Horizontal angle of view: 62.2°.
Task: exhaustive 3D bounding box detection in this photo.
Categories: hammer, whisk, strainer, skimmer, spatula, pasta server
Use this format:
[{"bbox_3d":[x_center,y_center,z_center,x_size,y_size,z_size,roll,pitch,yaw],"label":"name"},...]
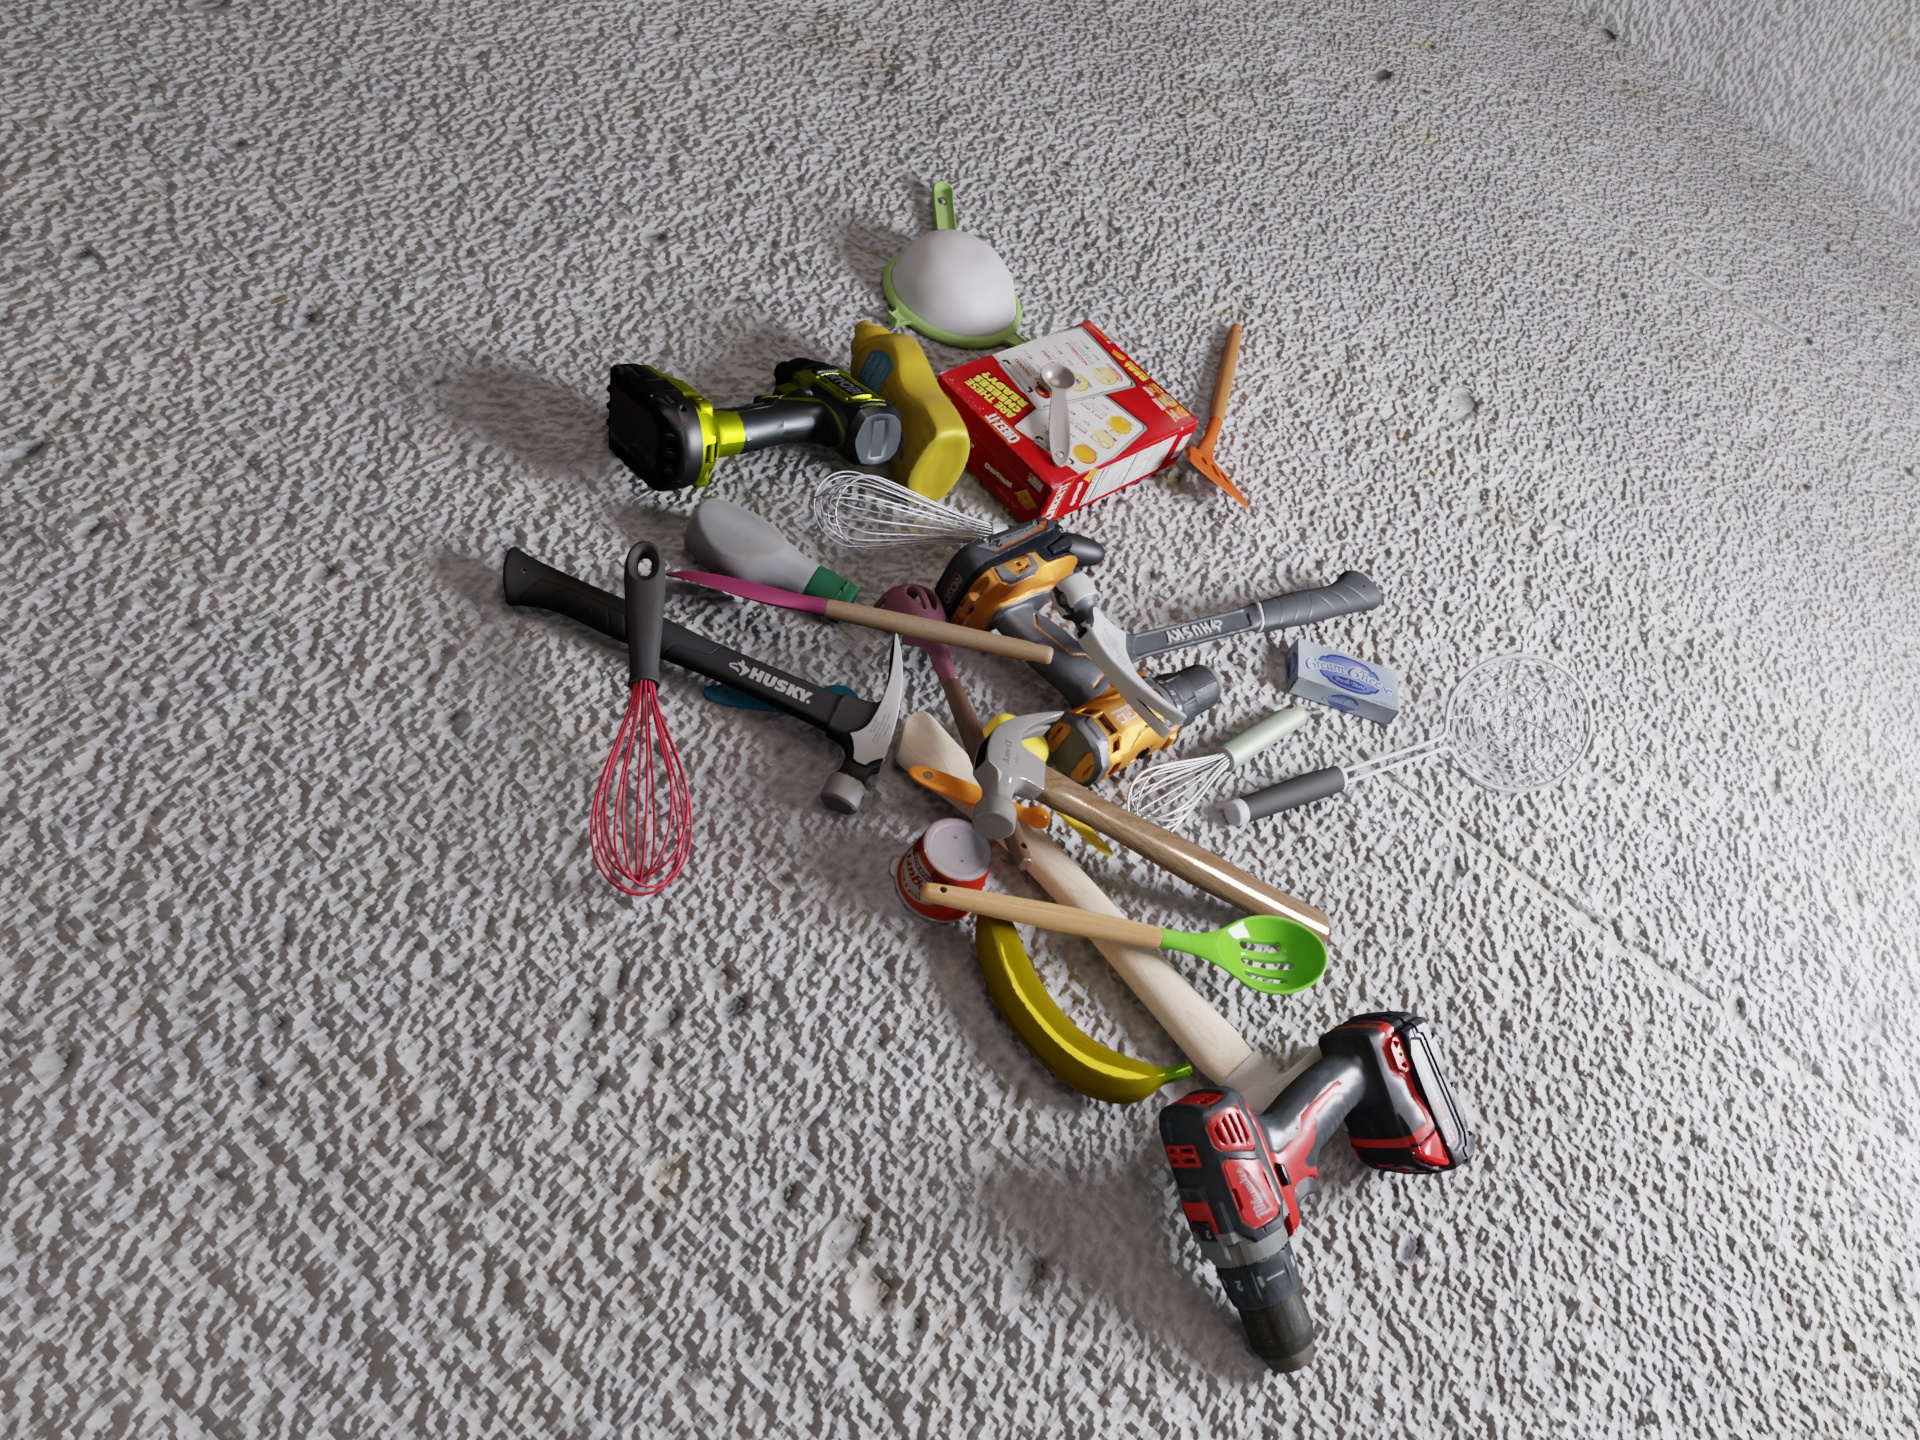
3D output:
[{"bbox_3d":[0.152,0.094,1.221,0.331,0.031,0.130,28,43,-20],"label":"hammer"},{"bbox_3d":[0.253,-0.085,1.399,0.409,0.036,0.149,-14,66,-43],"label":"hammer"},{"bbox_3d":[0.104,0.139,1.220,0.146,0.038,0.411,-30,69,-38],"label":"hammer"},{"bbox_3d":[-0.233,-0.009,1.164,0.073,0.073,0.296,5,59,-18],"label":"whisk"},{"bbox_3d":[0.219,0.037,1.346,0.246,0.058,0.059,-27,101,-39],"label":"whisk"},{"bbox_3d":[-0.004,-0.497,1.657,0.151,0.069,0.257,7,53,-17],"label":"strainer"},{"bbox_3d":[-0.202,-0.057,1.237,0.335,0.035,0.146,24,65,2],"label":"hammer"},{"bbox_3d":[0.394,0.033,1.384,0.363,0.090,0.127,-15,92,-28],"label":"skimmer"},{"bbox_3d":[0.275,-0.329,1.655,0.081,0.041,0.323,36,44,-18],"label":"spatula"},{"bbox_3d":[0.002,-0.170,1.415,0.284,0.070,0.070,8,51,-22],"label":"whisk"},{"bbox_3d":[-0.002,-0.004,1.258,0.060,0.040,0.317,3,45,-28],"label":"pasta server"}]

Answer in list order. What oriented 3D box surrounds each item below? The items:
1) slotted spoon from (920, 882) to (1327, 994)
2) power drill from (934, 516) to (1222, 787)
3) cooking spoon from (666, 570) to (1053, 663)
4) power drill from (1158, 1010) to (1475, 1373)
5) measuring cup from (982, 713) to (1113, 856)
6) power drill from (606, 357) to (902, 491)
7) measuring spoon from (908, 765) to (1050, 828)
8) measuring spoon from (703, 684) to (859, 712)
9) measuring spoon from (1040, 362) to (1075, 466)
[{"bbox_3d":[0.122,0.154,1.173,0.313,0.031,0.070,12,47,-12],"label":"slotted spoon"},{"bbox_3d":[0.108,-0.065,1.357,0.185,0.084,0.226,-24,69,-37],"label":"power drill"},{"bbox_3d":[-0.082,-0.085,1.273,0.319,0.069,0.017,13,91,4],"label":"cooking spoon"},{"bbox_3d":[0.250,0.316,1.095,0.226,0.080,0.188,-19,87,-34],"label":"power drill"},{"bbox_3d":[0.074,0.048,1.254,0.157,0.029,0.062,45,21,32],"label":"measuring cup"},{"bbox_3d":[-0.186,-0.268,1.387,0.223,0.080,0.171,-14,38,-33],"label":"power drill"},{"bbox_3d":[0.016,0.056,1.218,0.117,0.011,0.021,21,46,-7],"label":"measuring spoon"},{"bbox_3d":[-0.138,-0.019,1.256,0.128,0.021,0.042,7,51,-16],"label":"measuring spoon"},{"bbox_3d":[0.089,-0.279,1.468,0.034,0.018,0.124,8,59,-11],"label":"measuring spoon"}]
